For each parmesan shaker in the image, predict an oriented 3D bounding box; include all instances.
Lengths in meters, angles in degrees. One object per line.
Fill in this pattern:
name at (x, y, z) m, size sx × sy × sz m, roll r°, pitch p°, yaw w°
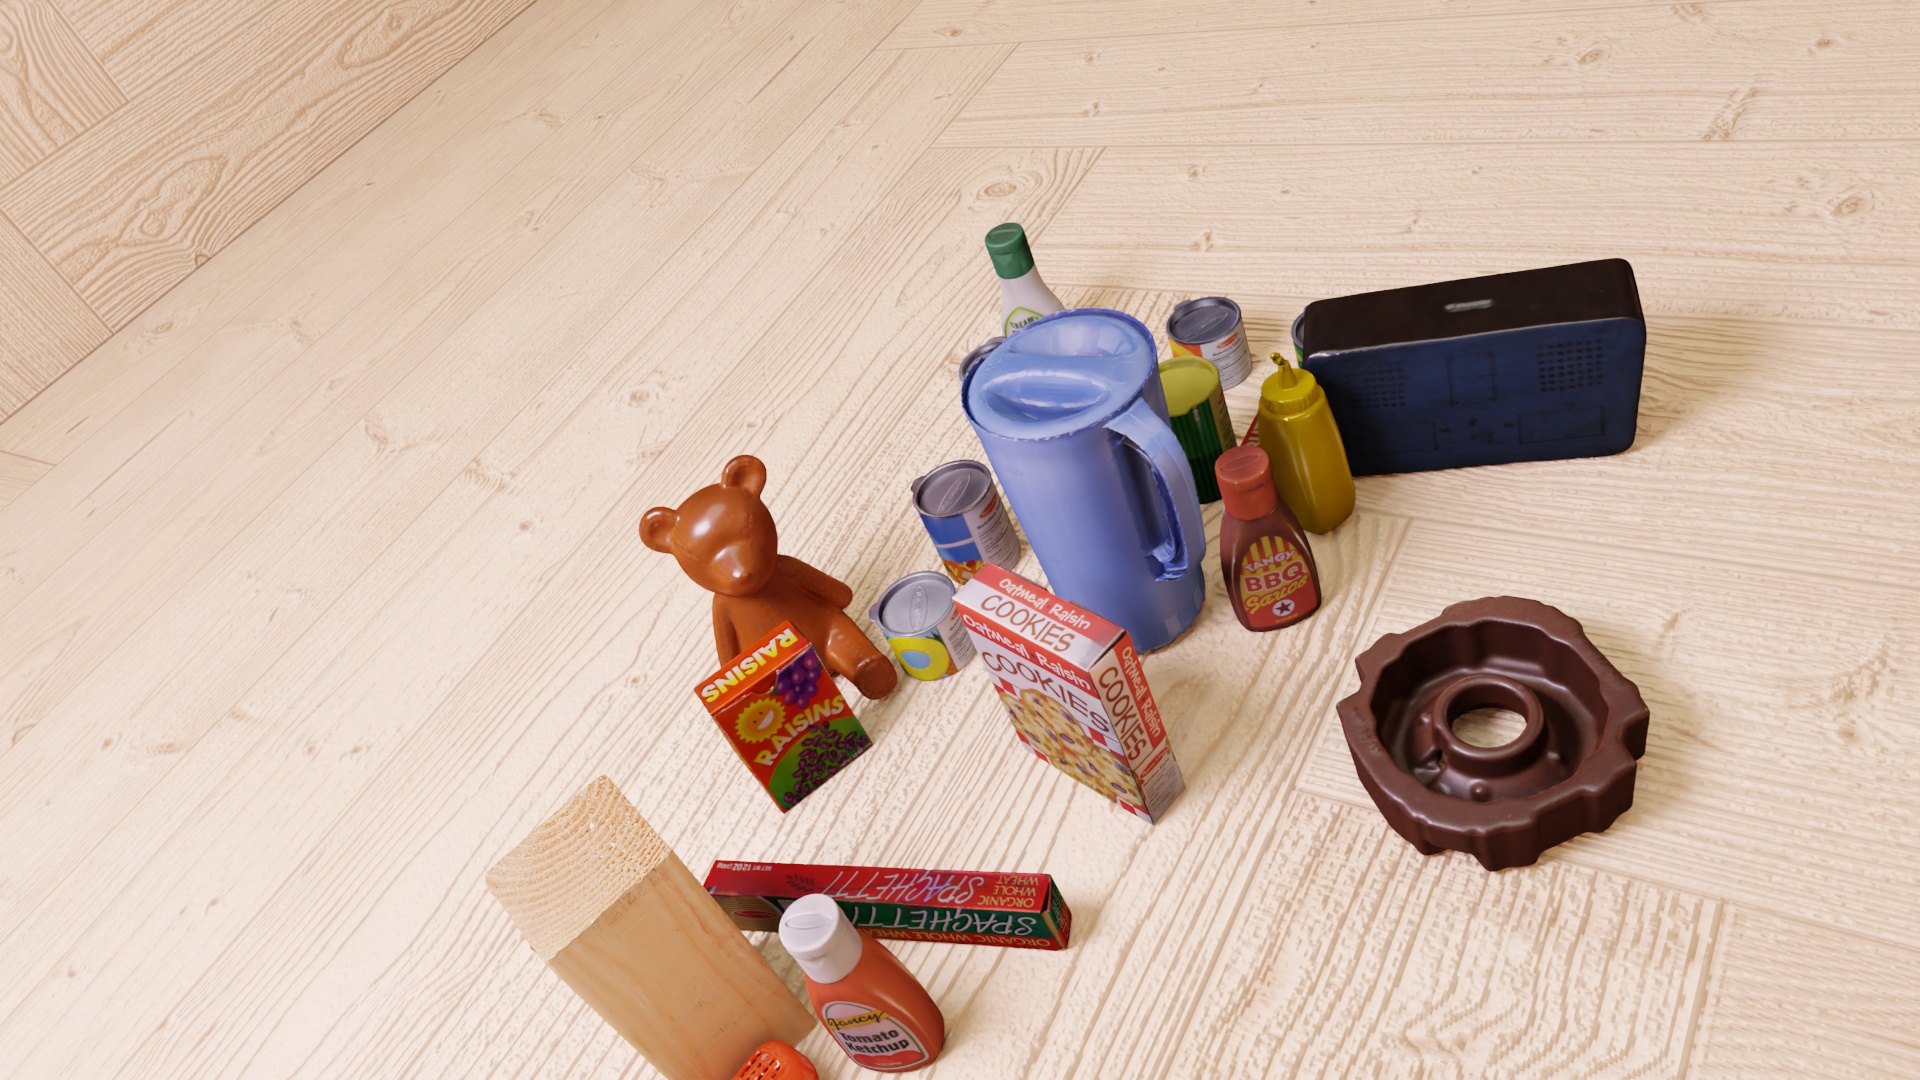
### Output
parmesan shaker at (0.182, -0.084, 1.102) m, size 0.071 × 0.102 × 0.072 m, roll -14°, pitch 42°, yaw 13°

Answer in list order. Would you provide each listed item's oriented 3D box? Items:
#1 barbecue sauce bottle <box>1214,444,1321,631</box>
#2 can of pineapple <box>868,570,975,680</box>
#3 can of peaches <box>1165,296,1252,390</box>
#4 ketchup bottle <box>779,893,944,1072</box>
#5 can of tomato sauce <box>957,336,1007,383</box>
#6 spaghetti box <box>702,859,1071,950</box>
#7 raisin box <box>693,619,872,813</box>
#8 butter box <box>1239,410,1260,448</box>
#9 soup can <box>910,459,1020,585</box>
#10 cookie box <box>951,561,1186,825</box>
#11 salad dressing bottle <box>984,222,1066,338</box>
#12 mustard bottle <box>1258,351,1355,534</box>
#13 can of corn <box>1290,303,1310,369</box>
barbecue sauce bottle at (0.209, -0.001, 0.966) m, size 0.065 × 0.148 × 0.044 m, roll -19°, pitch 41°, yaw 6°
can of pineapple at (-0.027, 0.066, 1.077) m, size 0.071 × 0.057 × 0.071 m, roll -14°, pitch 42°, yaw 13°
can of peaches at (0.216, -0.171, 1.213) m, size 0.071 × 0.057 × 0.071 m, roll -14°, pitch 42°, yaw 13°
ketchup bottle at (-0.061, 0.261, 0.817) m, size 0.064 × 0.148 × 0.044 m, roll -10°, pitch 43°, yaw 17°
can of tomato sauce at (0.041, -0.127, 1.230) m, size 0.071 × 0.082 × 0.071 m, roll -14°, pitch 42°, yaw 13°
spaghetti box at (-0.051, 0.238, 0.911) m, size 0.250 × 0.050 × 0.029 m, roll -3°, pitch 45°, yaw 23°
raisin box at (-0.127, 0.129, 1.008) m, size 0.086 × 0.123 × 0.040 m, roll -36°, pitch 42°, yaw -13°
butter box at (0.241, -0.066, 1.093) m, size 0.024 × 0.053 × 0.104 m, roll 8°, pitch 50°, yaw 32°
soup can at (0.004, -0.014, 1.128) m, size 0.071 × 0.083 × 0.072 m, roll -14°, pitch 42°, yaw 13°
cookie box at (0.073, 0.100, 0.909) m, size 0.123 × 0.166 × 0.040 m, roll 26°, pitch 61°, yaw 42°
salad dressing bottle at (0.060, -0.220, 1.271) m, size 0.064 × 0.147 × 0.044 m, roll -3°, pitch 45°, yaw 23°
mustard bottle at (0.249, -0.076, 1.018) m, size 0.049 × 0.159 × 0.065 m, roll -33°, pitch 41°, yaw -10°
can of corn at (0.311, -0.158, 1.152) m, size 0.071 × 0.058 × 0.071 m, roll -14°, pitch 42°, yaw 13°
